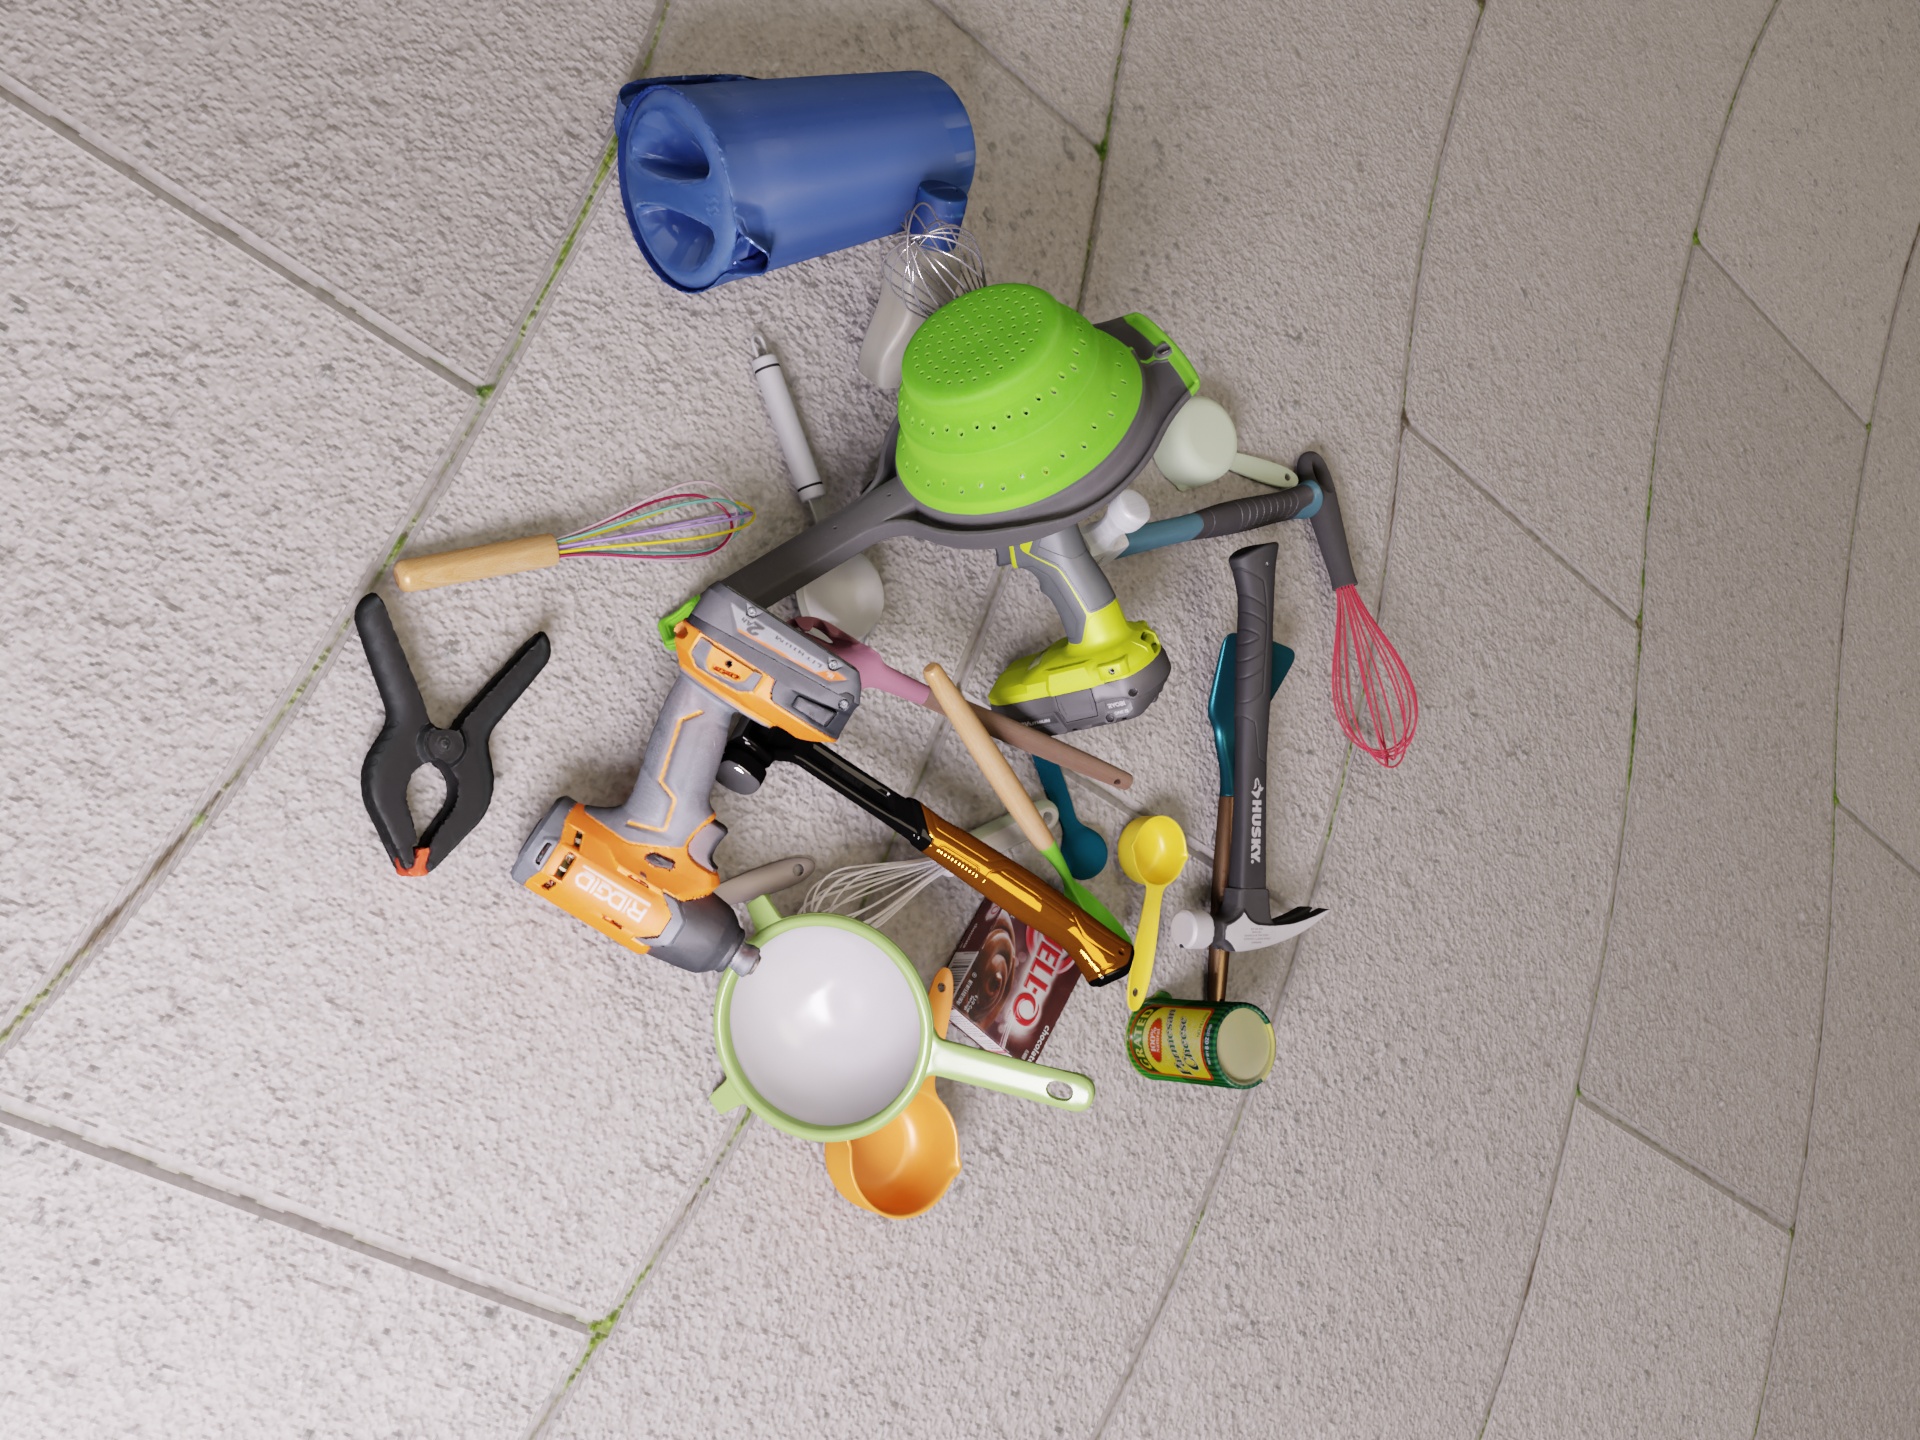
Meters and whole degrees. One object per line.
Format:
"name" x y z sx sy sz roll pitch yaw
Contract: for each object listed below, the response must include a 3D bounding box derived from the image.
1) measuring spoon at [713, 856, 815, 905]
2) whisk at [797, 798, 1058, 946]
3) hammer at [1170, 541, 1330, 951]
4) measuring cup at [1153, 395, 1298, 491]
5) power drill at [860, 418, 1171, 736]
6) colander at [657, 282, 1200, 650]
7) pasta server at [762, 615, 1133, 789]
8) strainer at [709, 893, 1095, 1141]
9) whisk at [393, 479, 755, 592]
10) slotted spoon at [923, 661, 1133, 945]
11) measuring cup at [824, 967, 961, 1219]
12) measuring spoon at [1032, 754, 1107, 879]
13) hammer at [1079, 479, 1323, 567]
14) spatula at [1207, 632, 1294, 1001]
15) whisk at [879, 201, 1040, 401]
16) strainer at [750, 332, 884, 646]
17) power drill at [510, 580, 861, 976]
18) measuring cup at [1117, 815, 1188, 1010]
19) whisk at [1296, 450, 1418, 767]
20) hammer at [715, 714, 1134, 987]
"measuring spoon" -0.149 0.115 1.084 0.124 0.018 0.034 -17 92 -35
"whisk" -0.016 0.105 1.158 0.246 0.059 0.057 -22 115 -38
"hammer" 0.242 0.019 1.301 0.146 0.035 0.335 4 86 -32
"measuring cup" 0.240 -0.231 1.378 0.167 0.038 0.083 11 77 -30
"power drill" 0.043 -0.105 1.164 0.228 0.190 0.080 67 29 -20
"colander" -0.043 -0.175 1.042 0.397 0.205 0.094 -30 136 2
"pasta server" -0.002 -0.004 1.125 0.316 0.060 0.040 23 30 -27
"strainer" -0.033 0.209 1.053 0.256 0.069 0.151 12 95 11
"whisk" -0.248 -0.117 1.044 0.245 0.051 0.047 -16 67 -30
"slotted spoon" 0.050 0.071 1.158 0.031 0.070 0.313 -31 125 3
"measuring cup" -0.041 0.258 1.117 0.095 0.052 0.174 24 69 -29
"measuring spoon" 0.085 0.064 1.243 0.042 0.021 0.128 -28 100 -33
"hammer" 0.198 -0.161 1.307 0.331 0.128 0.033 -17 74 -43
"spatula" 0.228 0.089 1.323 0.082 0.044 0.317 12 78 -34
"whisk" 0.014 -0.286 1.151 0.284 0.070 0.070 28 63 -68
"strainer" -0.104 -0.157 1.142 0.087 0.050 0.258 -22 92 -49
"power drill" -0.154 0.045 1.000 0.164 0.084 0.226 33 91 -8
"measuring cup" 0.143 0.153 1.273 0.062 0.029 0.156 13 85 -35
"whisk" 0.350 -0.101 1.425 0.073 0.073 0.296 -9 82 -34
"hammer" -0.010 0.080 1.126 0.336 0.034 0.127 36 52 -14
